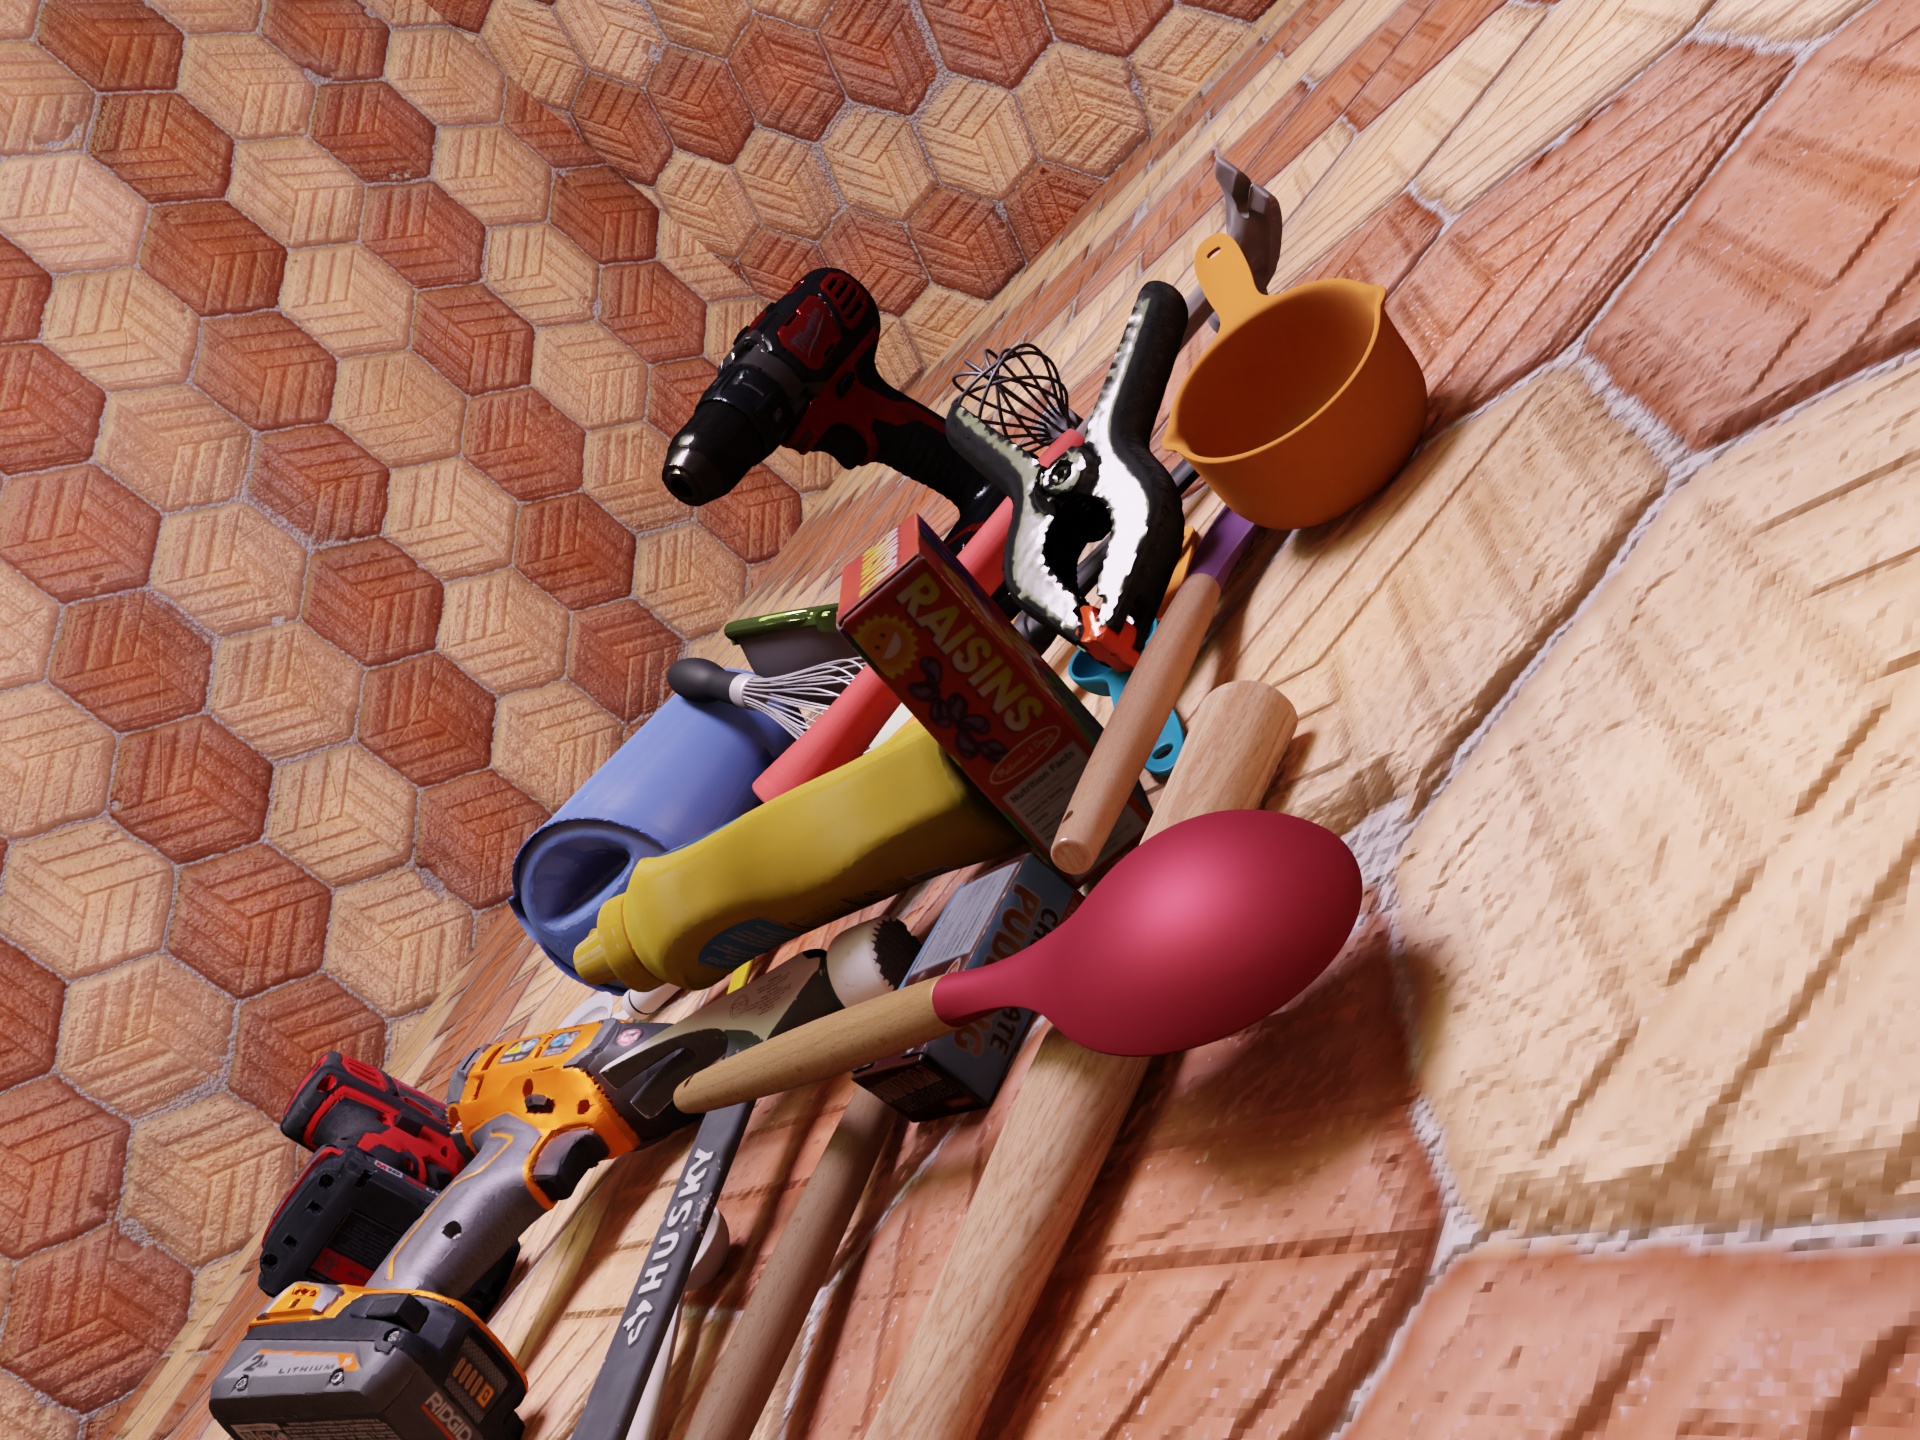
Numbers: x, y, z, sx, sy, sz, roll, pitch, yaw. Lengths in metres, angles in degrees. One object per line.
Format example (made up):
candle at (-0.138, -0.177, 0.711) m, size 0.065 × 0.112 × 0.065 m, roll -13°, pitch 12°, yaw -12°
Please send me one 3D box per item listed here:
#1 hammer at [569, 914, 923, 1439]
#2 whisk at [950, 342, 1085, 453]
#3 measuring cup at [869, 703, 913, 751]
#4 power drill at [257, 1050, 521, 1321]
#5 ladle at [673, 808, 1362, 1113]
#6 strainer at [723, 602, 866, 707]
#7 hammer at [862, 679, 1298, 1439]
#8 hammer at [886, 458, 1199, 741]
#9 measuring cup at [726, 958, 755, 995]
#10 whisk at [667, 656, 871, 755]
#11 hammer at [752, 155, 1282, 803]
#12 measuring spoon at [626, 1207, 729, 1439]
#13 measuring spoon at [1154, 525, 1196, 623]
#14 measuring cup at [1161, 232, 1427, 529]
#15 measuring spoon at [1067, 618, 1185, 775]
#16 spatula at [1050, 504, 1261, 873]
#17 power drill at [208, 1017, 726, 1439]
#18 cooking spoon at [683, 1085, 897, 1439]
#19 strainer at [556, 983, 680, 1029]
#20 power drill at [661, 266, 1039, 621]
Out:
hammer at (-0.118, 0.226, 0.488) m, size 0.149 × 0.036 × 0.409 m, roll -27°, pitch 25°, yaw 30°
whisk at (0.052, -0.153, 0.846) m, size 0.055 × 0.055 × 0.239 m, roll -47°, pitch -17°, yaw 13°
measuring cup at (-0.001, -0.003, 0.789) m, size 0.083 × 0.038 × 0.167 m, roll -53°, pitch 14°, yaw -12°
power drill at (-0.316, 0.268, 0.900) m, size 0.078 × 0.143 × 0.220 m, roll -56°, pitch 19°, yaw -5°
ladle at (-0.014, 0.083, 0.446) m, size 0.315 × 0.031 × 0.069 m, roll -32°, pitch 20°, yaw 51°
strainer at (-0.079, -0.042, 1.044) m, size 0.151 × 0.069 × 0.256 m, roll -9°, pitch 4°, yaw -4°
hammer at (0.019, 0.112, 0.394) m, size 0.130 × 0.031 × 0.331 m, roll -34°, pitch 19°, yaw 51°
hammer at (0.017, -0.026, 0.717) m, size 0.337 × 0.034 × 0.127 m, roll -46°, pitch 7°, yaw -1°
measuring cup at (-0.094, 0.100, 0.874) m, size 0.062 × 0.029 × 0.157 m, roll -37°, pitch 30°, yaw 51°
whisk at (-0.115, -0.013, 0.981) m, size 0.285 × 0.070 × 0.070 m, roll 11°, pitch 60°, yaw 54°
hammer at (0.026, -0.095, 0.752) m, size 0.359 × 0.037 × 0.149 m, roll -50°, pitch -12°, yaw 2°
measuring spoon at (-0.101, 0.221, 0.546) m, size 0.034 × 0.018 × 0.124 m, roll -29°, pitch 27°, yaw 23°
measuring spoon at (0.097, -0.064, 0.698) m, size 0.021 × 0.011 × 0.117 m, roll -40°, pitch 12°, yaw 22°
measuring cup at (0.124, -0.139, 0.620) m, size 0.095 × 0.052 × 0.174 m, roll -34°, pitch 33°, yaw 20°
measuring spoon at (0.070, -0.004, 0.606) m, size 0.042 × 0.021 × 0.129 m, roll -33°, pitch 24°, yaw 10°
spatula at (0.084, -0.038, 0.581) m, size 0.059 × 0.018 × 0.316 m, roll -42°, pitch 8°, yaw 36°
power drill at (-0.197, 0.220, 0.700) m, size 0.164 × 0.084 × 0.227 m, roll -16°, pitch 25°, yaw 29°
cooking spoon at (-0.060, 0.183, 0.435) m, size 0.017 × 0.068 × 0.319 m, roll -5°, pitch 26°, yaw 20°
strainer at (-0.188, 0.168, 0.919) m, size 0.258 × 0.050 × 0.087 m, roll -42°, pitch 22°, yaw 35°
power drill at (-0.052, -0.142, 0.937) m, size 0.080 × 0.226 × 0.188 m, roll -34°, pitch 19°, yaw 53°
